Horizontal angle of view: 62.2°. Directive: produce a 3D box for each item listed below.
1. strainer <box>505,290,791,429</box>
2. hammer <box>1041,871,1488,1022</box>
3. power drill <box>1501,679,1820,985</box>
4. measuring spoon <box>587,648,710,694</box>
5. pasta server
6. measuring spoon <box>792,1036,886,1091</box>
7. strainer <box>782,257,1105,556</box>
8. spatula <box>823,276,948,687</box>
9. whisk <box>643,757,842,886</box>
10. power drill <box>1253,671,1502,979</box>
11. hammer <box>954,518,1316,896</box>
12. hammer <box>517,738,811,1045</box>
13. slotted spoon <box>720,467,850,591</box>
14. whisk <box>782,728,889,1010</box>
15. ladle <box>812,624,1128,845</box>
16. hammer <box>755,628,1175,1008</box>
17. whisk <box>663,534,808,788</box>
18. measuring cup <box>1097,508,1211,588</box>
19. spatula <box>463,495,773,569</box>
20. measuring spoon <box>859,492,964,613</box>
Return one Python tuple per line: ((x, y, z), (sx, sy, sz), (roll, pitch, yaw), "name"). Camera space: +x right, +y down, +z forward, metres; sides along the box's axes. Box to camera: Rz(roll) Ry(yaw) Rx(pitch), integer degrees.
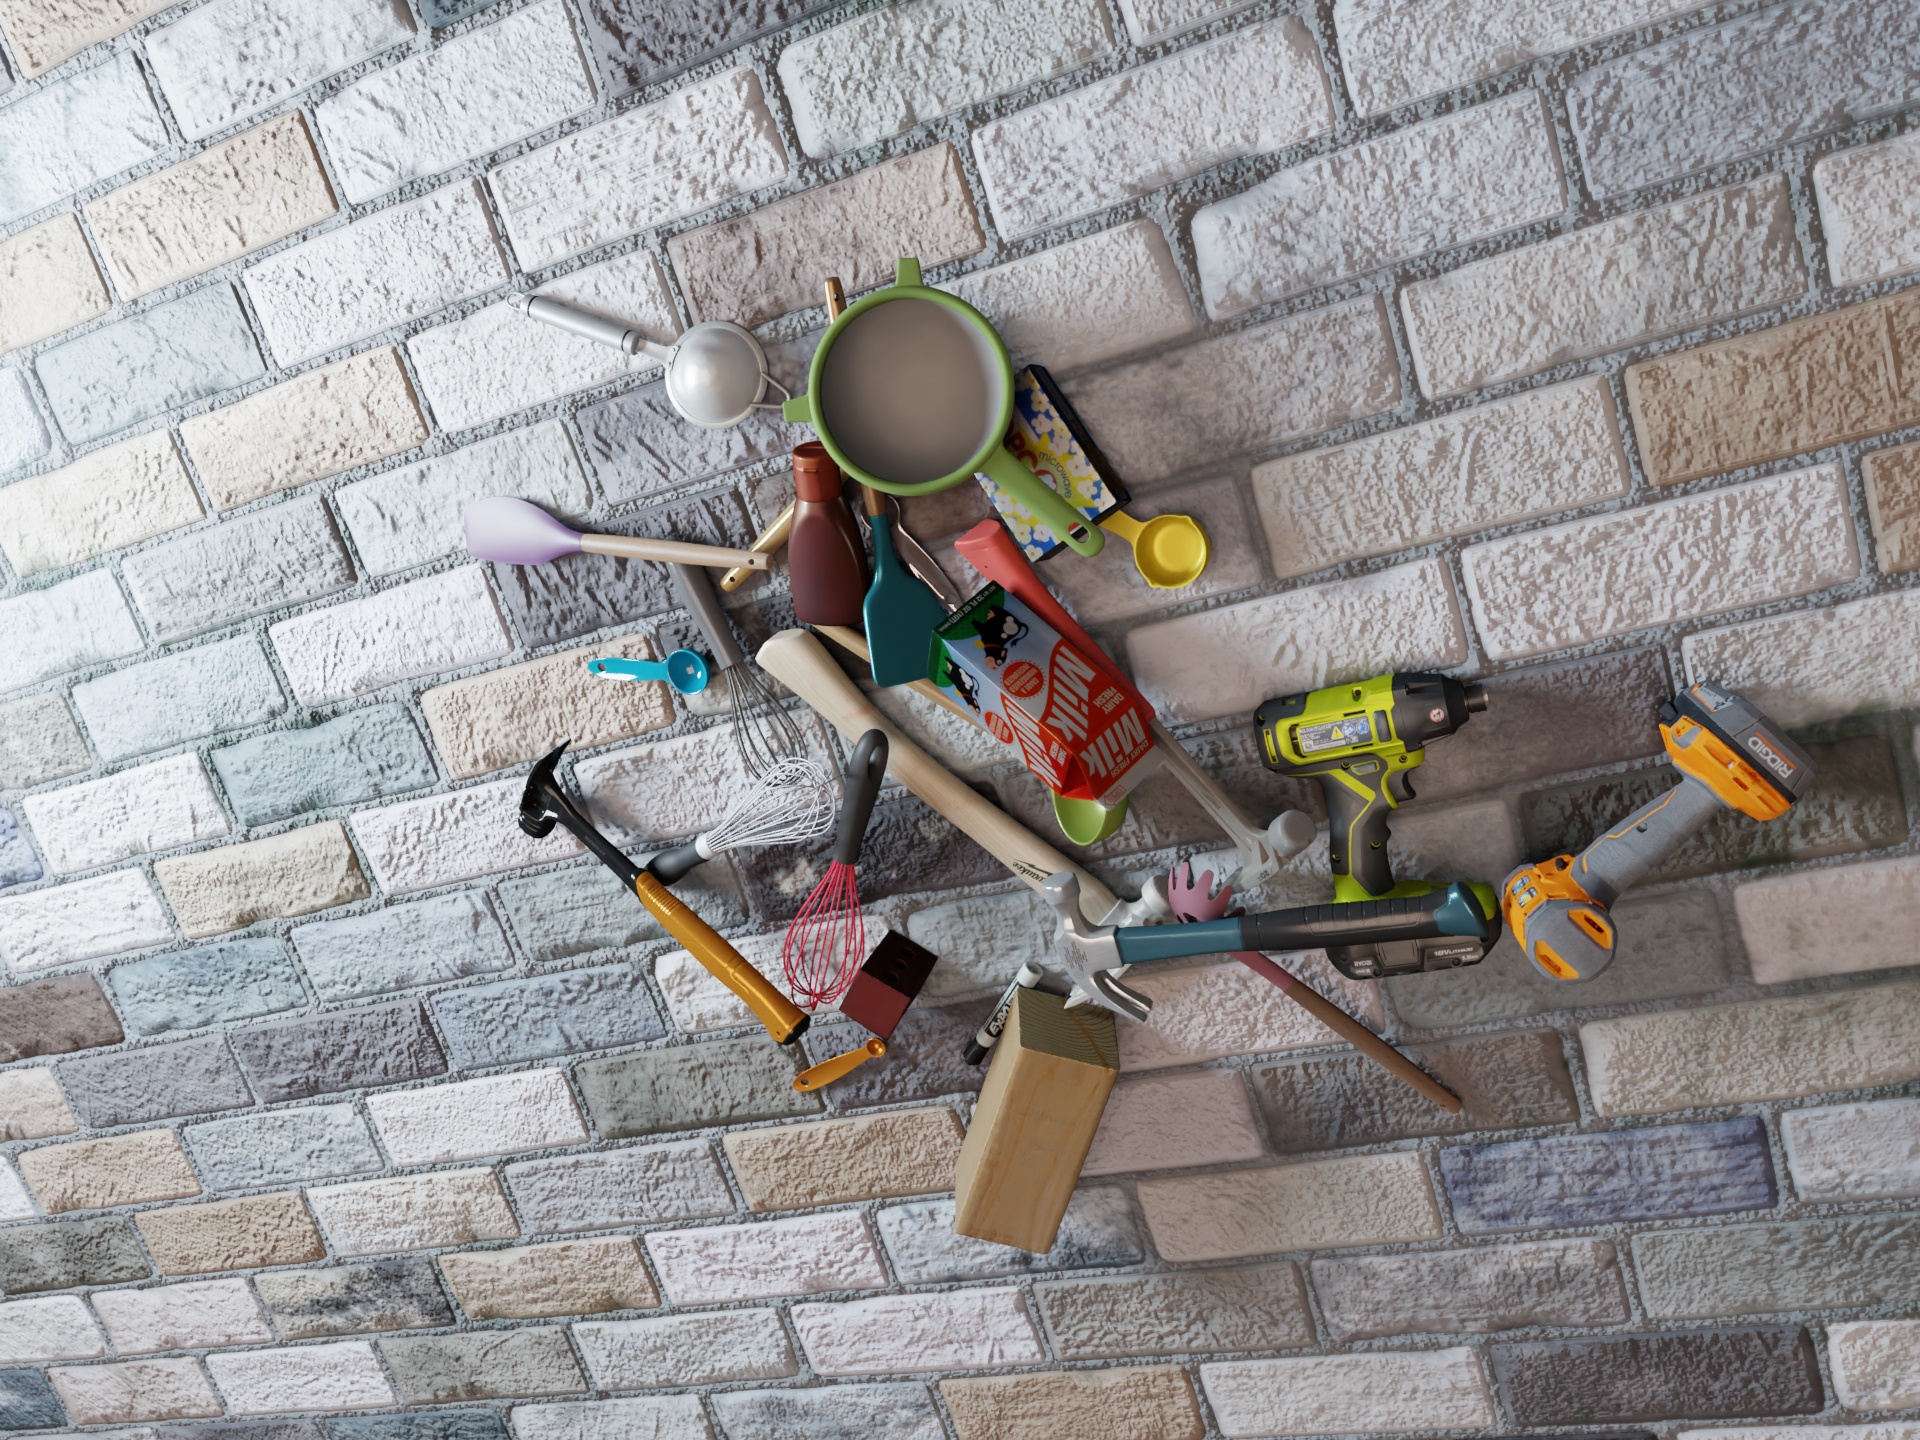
((-0.261, -0.303, 1.291), (0.258, 0.050, 0.087), (22, 98, 12), "strainer")
((0.231, 0.162, 1.223), (0.331, 0.033, 0.128), (-9, 108, 24), "hammer")
((0.484, 0.079, 1.145), (0.084, 0.164, 0.226), (42, 103, -1), "power drill")
((-0.272, -0.047, 1.402), (0.129, 0.021, 0.042), (4, 113, 26), "measuring spoon")
((0.291, 0.223, 1.297), (0.316, 0.040, 0.060), (37, 156, -9), "pasta server")
((-0.113, 0.322, 1.488), (0.117, 0.011, 0.021), (-31, 97, 28), "measuring spoon")
((0.006, -0.210, 1.189), (0.256, 0.069, 0.151), (39, 97, -5), "strainer")
((-0.065, -0.185, 1.242), (0.082, 0.044, 0.317), (-18, 113, -15), "spatula")
((-0.199, 0.099, 1.378), (0.284, 0.070, 0.070), (-28, 100, 42), "whisk")
((0.335, 0.077, 1.222), (0.171, 0.080, 0.223), (-12, 102, 21), "power drill")
((0.124, -0.014, 1.257), (0.359, 0.037, 0.149), (48, 155, 5), "hammer")
((-0.261, 0.161, 1.414), (0.337, 0.034, 0.127), (41, 138, 9), "hammer")
((-0.095, -0.206, 1.281), (0.070, 0.031, 0.313), (46, 117, -5), "slotted spoon")
((-0.103, 0.133, 1.371), (0.073, 0.073, 0.295), (20, 119, 9), "whisk")
((-0.002, -0.004, 1.301), (0.320, 0.062, 0.078), (32, 128, 10), "ladle")
((-0.011, 0.073, 1.350), (0.410, 0.038, 0.146), (39, 117, 1), "hammer")
((-0.198, -0.049, 1.361), (0.055, 0.055, 0.239), (-23, 97, 23), "whisk")
((0.125, -0.157, 1.236), (0.156, 0.029, 0.062), (33, 114, 17), "measuring cup")
((-0.297, -0.151, 1.349), (0.316, 0.018, 0.059), (9, 109, 23), "spatula")
((-0.036, -0.137, 1.296), (0.034, 0.018, 0.124), (-33, 104, 26), "measuring spoon")
